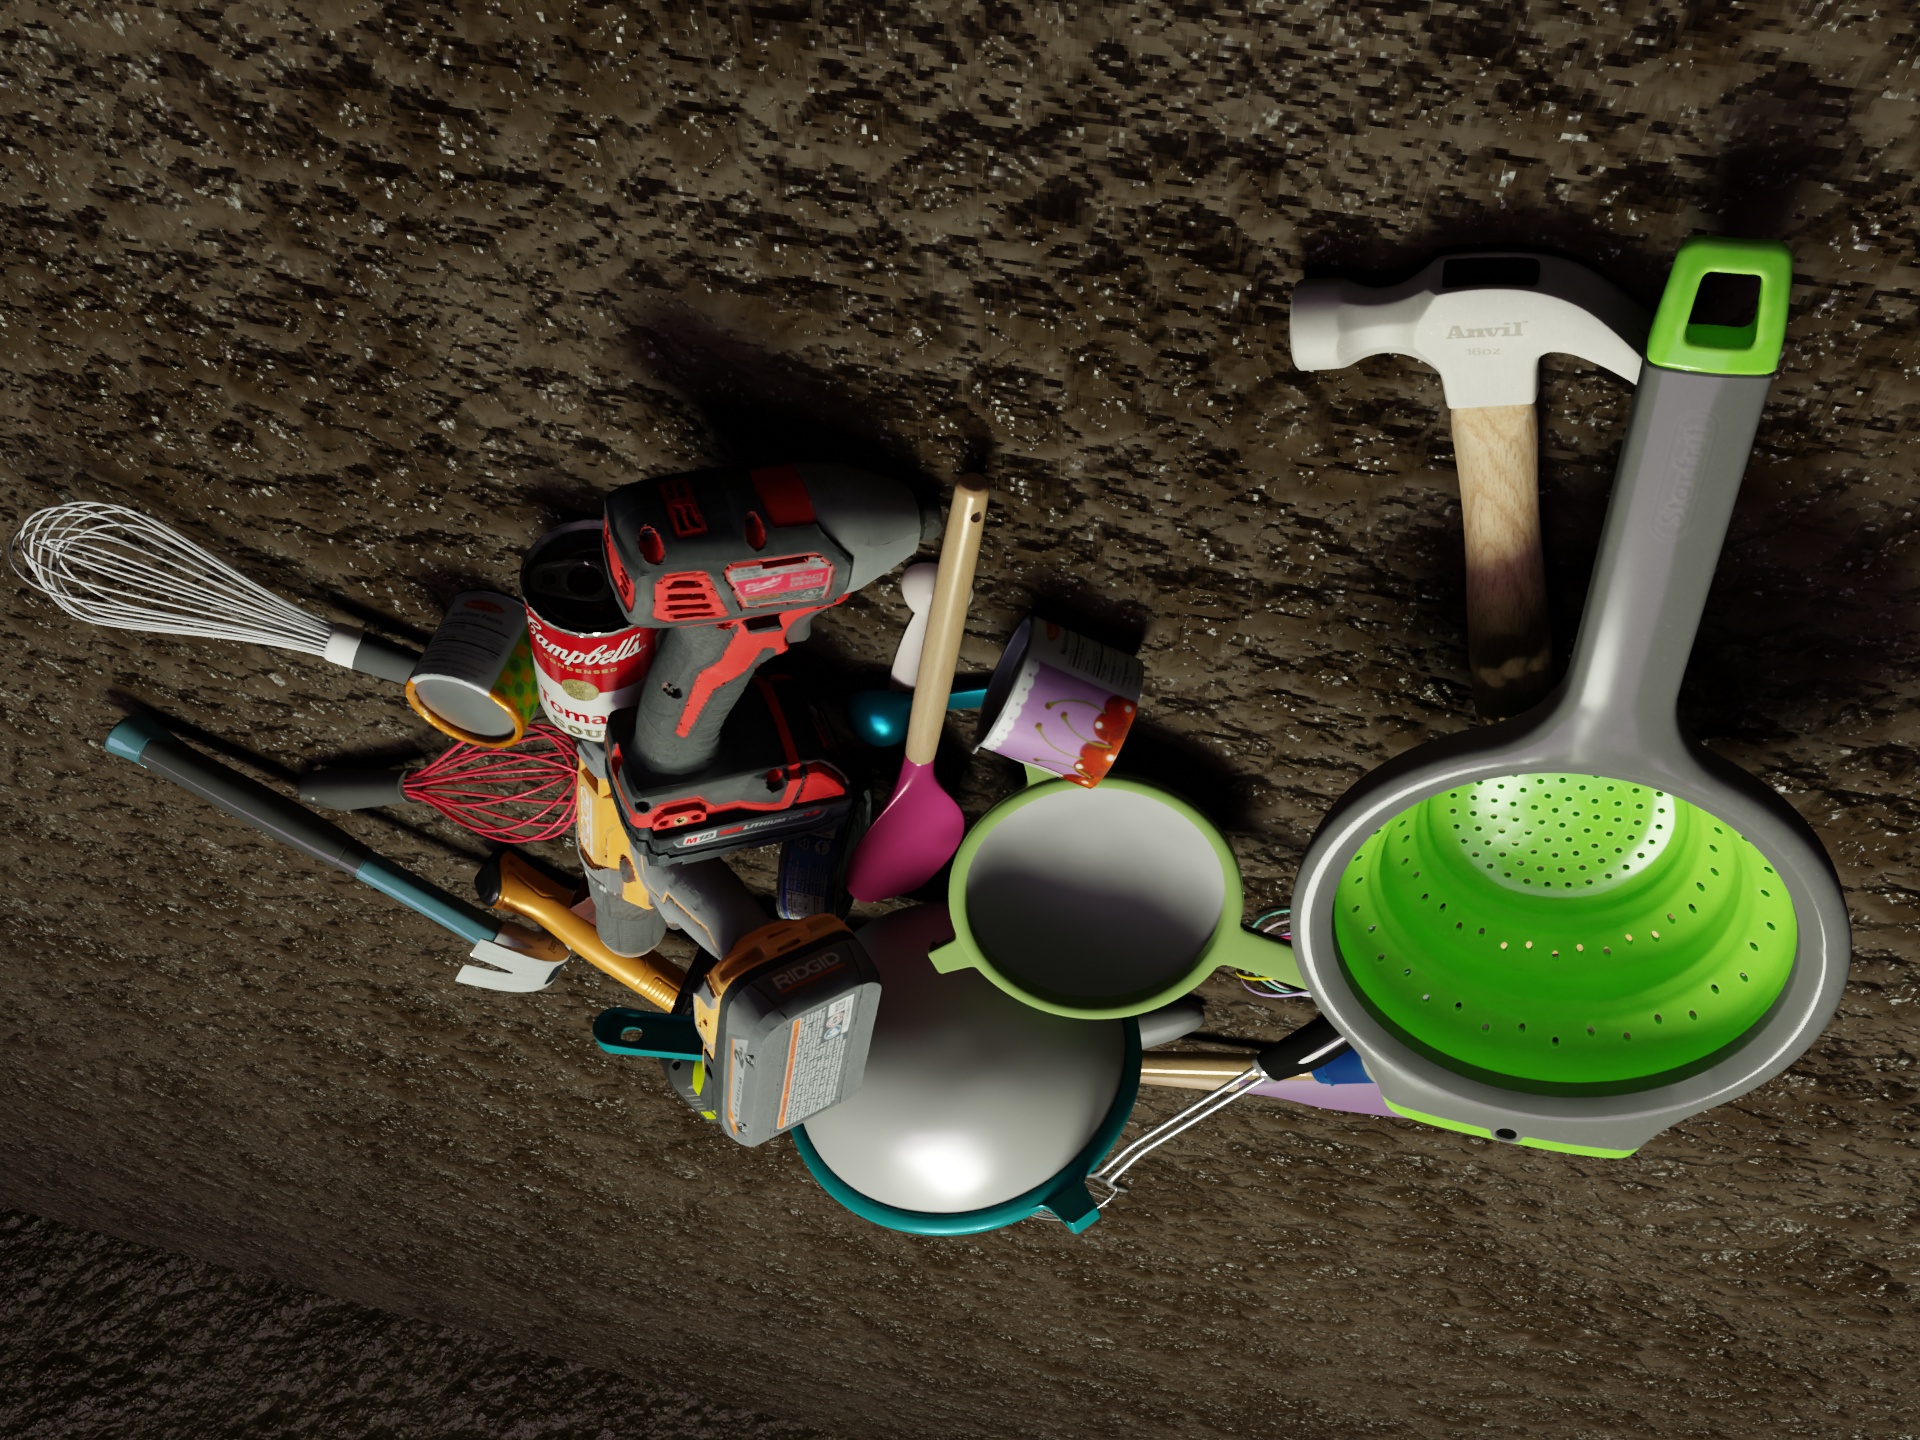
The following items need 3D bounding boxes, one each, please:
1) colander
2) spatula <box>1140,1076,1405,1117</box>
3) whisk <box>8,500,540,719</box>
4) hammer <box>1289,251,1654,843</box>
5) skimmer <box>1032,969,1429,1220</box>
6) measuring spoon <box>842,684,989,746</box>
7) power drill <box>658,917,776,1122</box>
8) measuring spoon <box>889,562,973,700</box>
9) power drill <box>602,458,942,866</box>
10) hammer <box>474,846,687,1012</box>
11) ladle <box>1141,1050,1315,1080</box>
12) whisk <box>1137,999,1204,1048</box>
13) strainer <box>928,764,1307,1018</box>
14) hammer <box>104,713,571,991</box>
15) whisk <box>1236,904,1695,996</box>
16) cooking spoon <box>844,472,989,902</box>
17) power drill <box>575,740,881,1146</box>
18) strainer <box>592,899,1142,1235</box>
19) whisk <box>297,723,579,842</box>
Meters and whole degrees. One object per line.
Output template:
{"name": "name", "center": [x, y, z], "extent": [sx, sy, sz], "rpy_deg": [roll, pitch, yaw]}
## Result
{"name": "colander", "center": [0.241, 0.000, 0.603], "extent": [0.204, 0.095, 0.396], "rpy_deg": [9, 128, 14]}
{"name": "spatula", "center": [0.166, 0.244, 1.092], "extent": [0.316, 0.018, 0.059], "rpy_deg": [2, 143, 19]}
{"name": "whisk", "center": [-0.371, -0.053, 0.876], "extent": [0.284, 0.070, 0.070], "rpy_deg": [20, 147, -13]}
{"name": "hammer", "center": [0.221, -0.046, 0.636], "extent": [0.130, 0.031, 0.331], "rpy_deg": [1, 144, 23]}
{"name": "skimmer", "center": [0.140, 0.223, 1.008], "extent": [0.127, 0.090, 0.363], "rpy_deg": [30, 125, -32]}
{"name": "measuring spoon", "center": [-0.001, -0.003, 0.798], "extent": [0.128, 0.021, 0.042], "rpy_deg": [-6, 154, 24]}
{"name": "power drill", "center": [-0.070, 0.204, 1.007], "extent": [0.223, 0.171, 0.080], "rpy_deg": [3, 143, 26]}
{"name": "measuring spoon", "center": [-0.020, -0.034, 0.774], "extent": [0.034, 0.018, 0.124], "rpy_deg": [18, 147, -1]}
{"name": "power drill", "center": [-0.092, -0.030, 0.726], "extent": [0.143, 0.079, 0.219], "rpy_deg": [-12, 147, -22]}
{"name": "hammer", "center": [-0.190, 0.191, 1.122], "extent": [0.336, 0.127, 0.034], "rpy_deg": [36, 120, -10]}
{"name": "ladle", "center": [0.109, 0.220, 1.074], "extent": [0.320, 0.062, 0.078], "rpy_deg": [-2, 141, 15]}
{"name": "whisk", "center": [0.042, 0.217, 1.035], "extent": [0.239, 0.055, 0.055], "rpy_deg": [-15, 139, 9]}
{"name": "strainer", "center": [0.120, 0.096, 0.844], "extent": [0.256, 0.069, 0.151], "rpy_deg": [19, 117, -7]}
{"name": "hammer", "center": [-0.418, 0.091, 1.082], "extent": [0.331, 0.033, 0.128], "rpy_deg": [31, -174, -10]}
{"name": "whisk", "center": [0.263, 0.117, 0.854], "extent": [0.245, 0.051, 0.047], "rpy_deg": [-12, 158, 30]}
{"name": "cooking spoon", "center": [-0.016, 0.000, 0.776], "extent": [0.068, 0.017, 0.318], "rpy_deg": [-14, 146, -20]}
{"name": "power drill", "center": [-0.140, 0.118, 0.859], "extent": [0.226, 0.084, 0.185], "rpy_deg": [48, 143, 32]}
{"name": "strainer", "center": [-0.069, 0.170, 0.914], "extent": [0.340, 0.211, 0.095], "rpy_deg": [1, 138, 17]}
{"name": "whisk", "center": [-0.328, 0.041, 0.988], "extent": [0.296, 0.073, 0.073], "rpy_deg": [-4, 142, 38]}
